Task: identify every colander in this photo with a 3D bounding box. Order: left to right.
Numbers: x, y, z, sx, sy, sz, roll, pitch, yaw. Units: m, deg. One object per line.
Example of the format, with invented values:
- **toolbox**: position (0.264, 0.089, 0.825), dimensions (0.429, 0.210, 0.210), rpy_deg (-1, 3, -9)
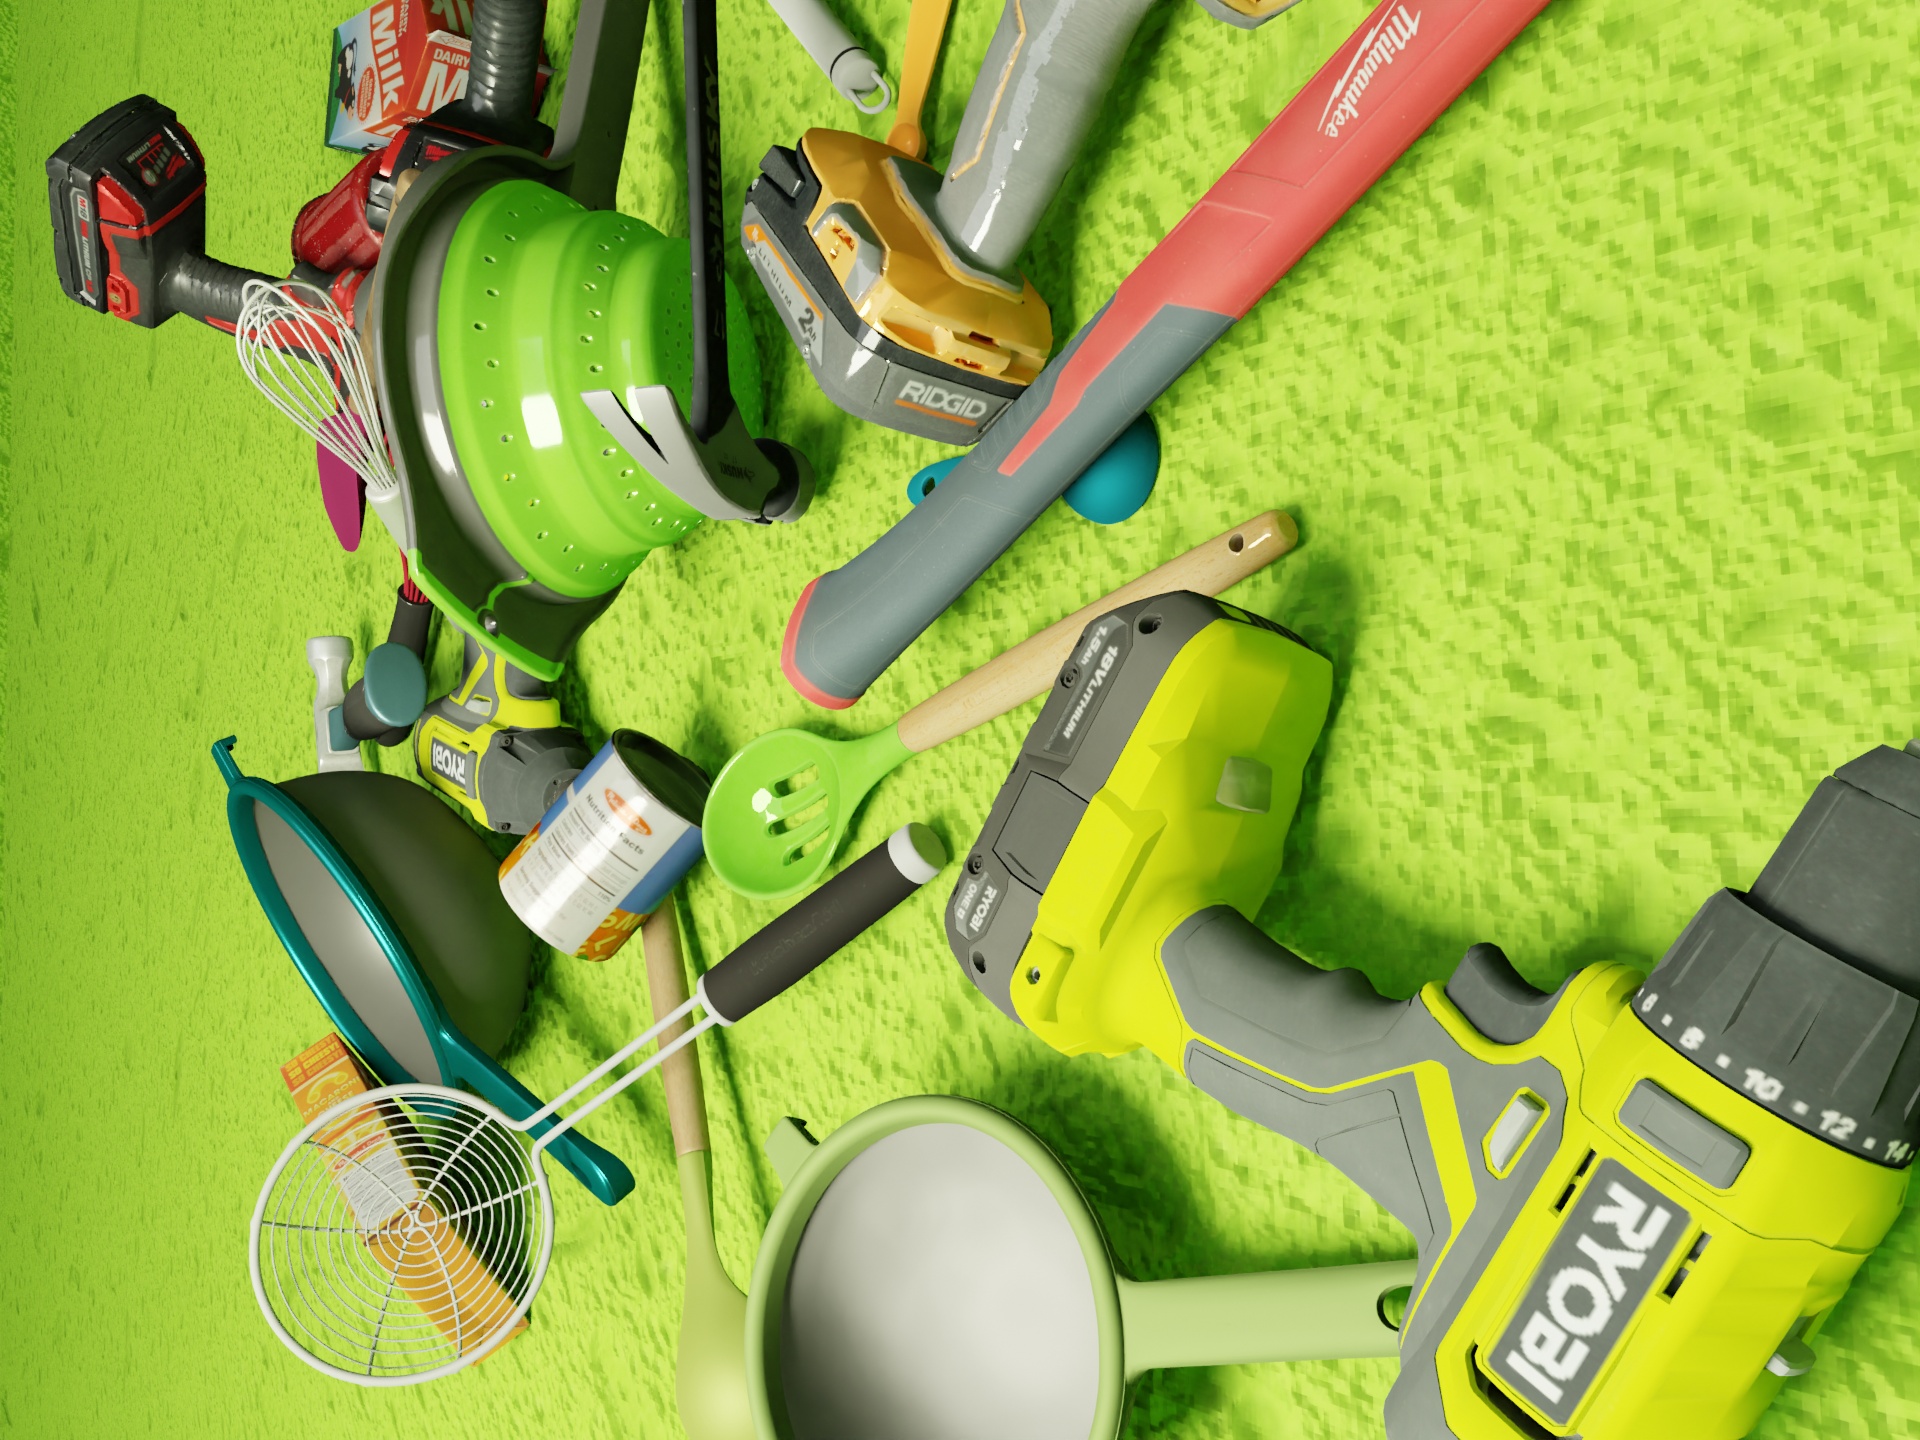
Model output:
- **colander**: position (-0.140, -0.216, 0.701), dimensions (0.094, 0.204, 0.397), rpy_deg (-4, 67, 18)

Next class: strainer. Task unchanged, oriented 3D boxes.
- **strainer**: position (-0.253, 0.129, 0.832), dimensions (0.341, 0.095, 0.210), rpy_deg (28, 137, 34)
- **strainer**: position (-0.093, -0.337, 0.692), dimensions (0.087, 0.050, 0.259), rpy_deg (-32, 62, -1)
- **strainer**: position (0.047, 0.187, 0.492), dimensions (0.256, 0.069, 0.152), rpy_deg (-18, 65, 31)

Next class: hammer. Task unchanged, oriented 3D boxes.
- **hammer**: position (-0.353, -0.005, 0.936), dimensions (0.331, 0.033, 0.128), rpy_deg (-10, 85, 63)
- **hammer**: position (-0.100, -0.281, 0.586), dimensions (0.036, 0.149, 0.409), rpy_deg (-2, 92, 13)
- **hammer**: position (0.070, -0.110, 0.458), dimensions (0.386, 0.038, 0.143), rpy_deg (-43, 58, 35)

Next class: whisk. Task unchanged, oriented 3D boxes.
- **whisk**: position (-0.309, -0.131, 0.849), dimensions (0.059, 0.058, 0.246), rpy_deg (19, 148, 28)
- **whisk**: position (-0.325, -0.091, 0.960), dimensions (0.073, 0.073, 0.295), rpy_deg (58, 137, 34)

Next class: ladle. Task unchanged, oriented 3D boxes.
- **ladle**: position (-0.111, 0.167, 0.703), dimensions (0.078, 0.062, 0.320), rpy_deg (-44, 49, 38)

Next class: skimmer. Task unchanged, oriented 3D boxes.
- **skimmer**: position (-0.151, 0.153, 0.644), dimensions (0.363, 0.090, 0.127), rpy_deg (-38, 86, 26)

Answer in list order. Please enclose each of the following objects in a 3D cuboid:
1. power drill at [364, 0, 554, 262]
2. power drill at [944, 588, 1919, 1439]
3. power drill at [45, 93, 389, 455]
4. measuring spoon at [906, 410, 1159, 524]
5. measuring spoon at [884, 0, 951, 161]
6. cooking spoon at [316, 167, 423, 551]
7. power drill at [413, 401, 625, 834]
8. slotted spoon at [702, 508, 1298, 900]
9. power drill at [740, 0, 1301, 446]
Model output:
- **power drill**: position (-0.224, -0.339, 0.761), dimensions (0.188, 0.080, 0.226), rpy_deg (-94, 22, -59)
- **power drill**: position (0.113, 0.057, 0.391), dimensions (0.229, 0.080, 0.190), rpy_deg (36, 106, 43)
- **power drill**: position (-0.393, -0.252, 0.907), dimensions (0.143, 0.219, 0.079), rpy_deg (-56, 9, 50)
- **measuring spoon**: position (0.016, -0.087, 0.559), dimensions (0.129, 0.021, 0.042), rpy_deg (1, 89, 49)
- **measuring spoon**: position (-0.009, -0.269, 0.611), dimensions (0.021, 0.011, 0.117), rpy_deg (19, 100, 41)
- **cooking spoon**: position (-0.319, -0.185, 0.859), dimensions (0.069, 0.017, 0.318), rpy_deg (63, 145, 11)
- **power drill**: position (-0.225, -0.056, 0.820), dimensions (0.171, 0.080, 0.223), rpy_deg (16, 105, 51)
- **slotted spoon**: position (-0.001, -0.002, 0.576), dimensions (0.314, 0.031, 0.070), rpy_deg (-29, 67, 45)
- **power drill**: position (0.013, -0.231, 0.529), dimensions (0.226, 0.084, 0.186), rpy_deg (-52, 49, 31)
